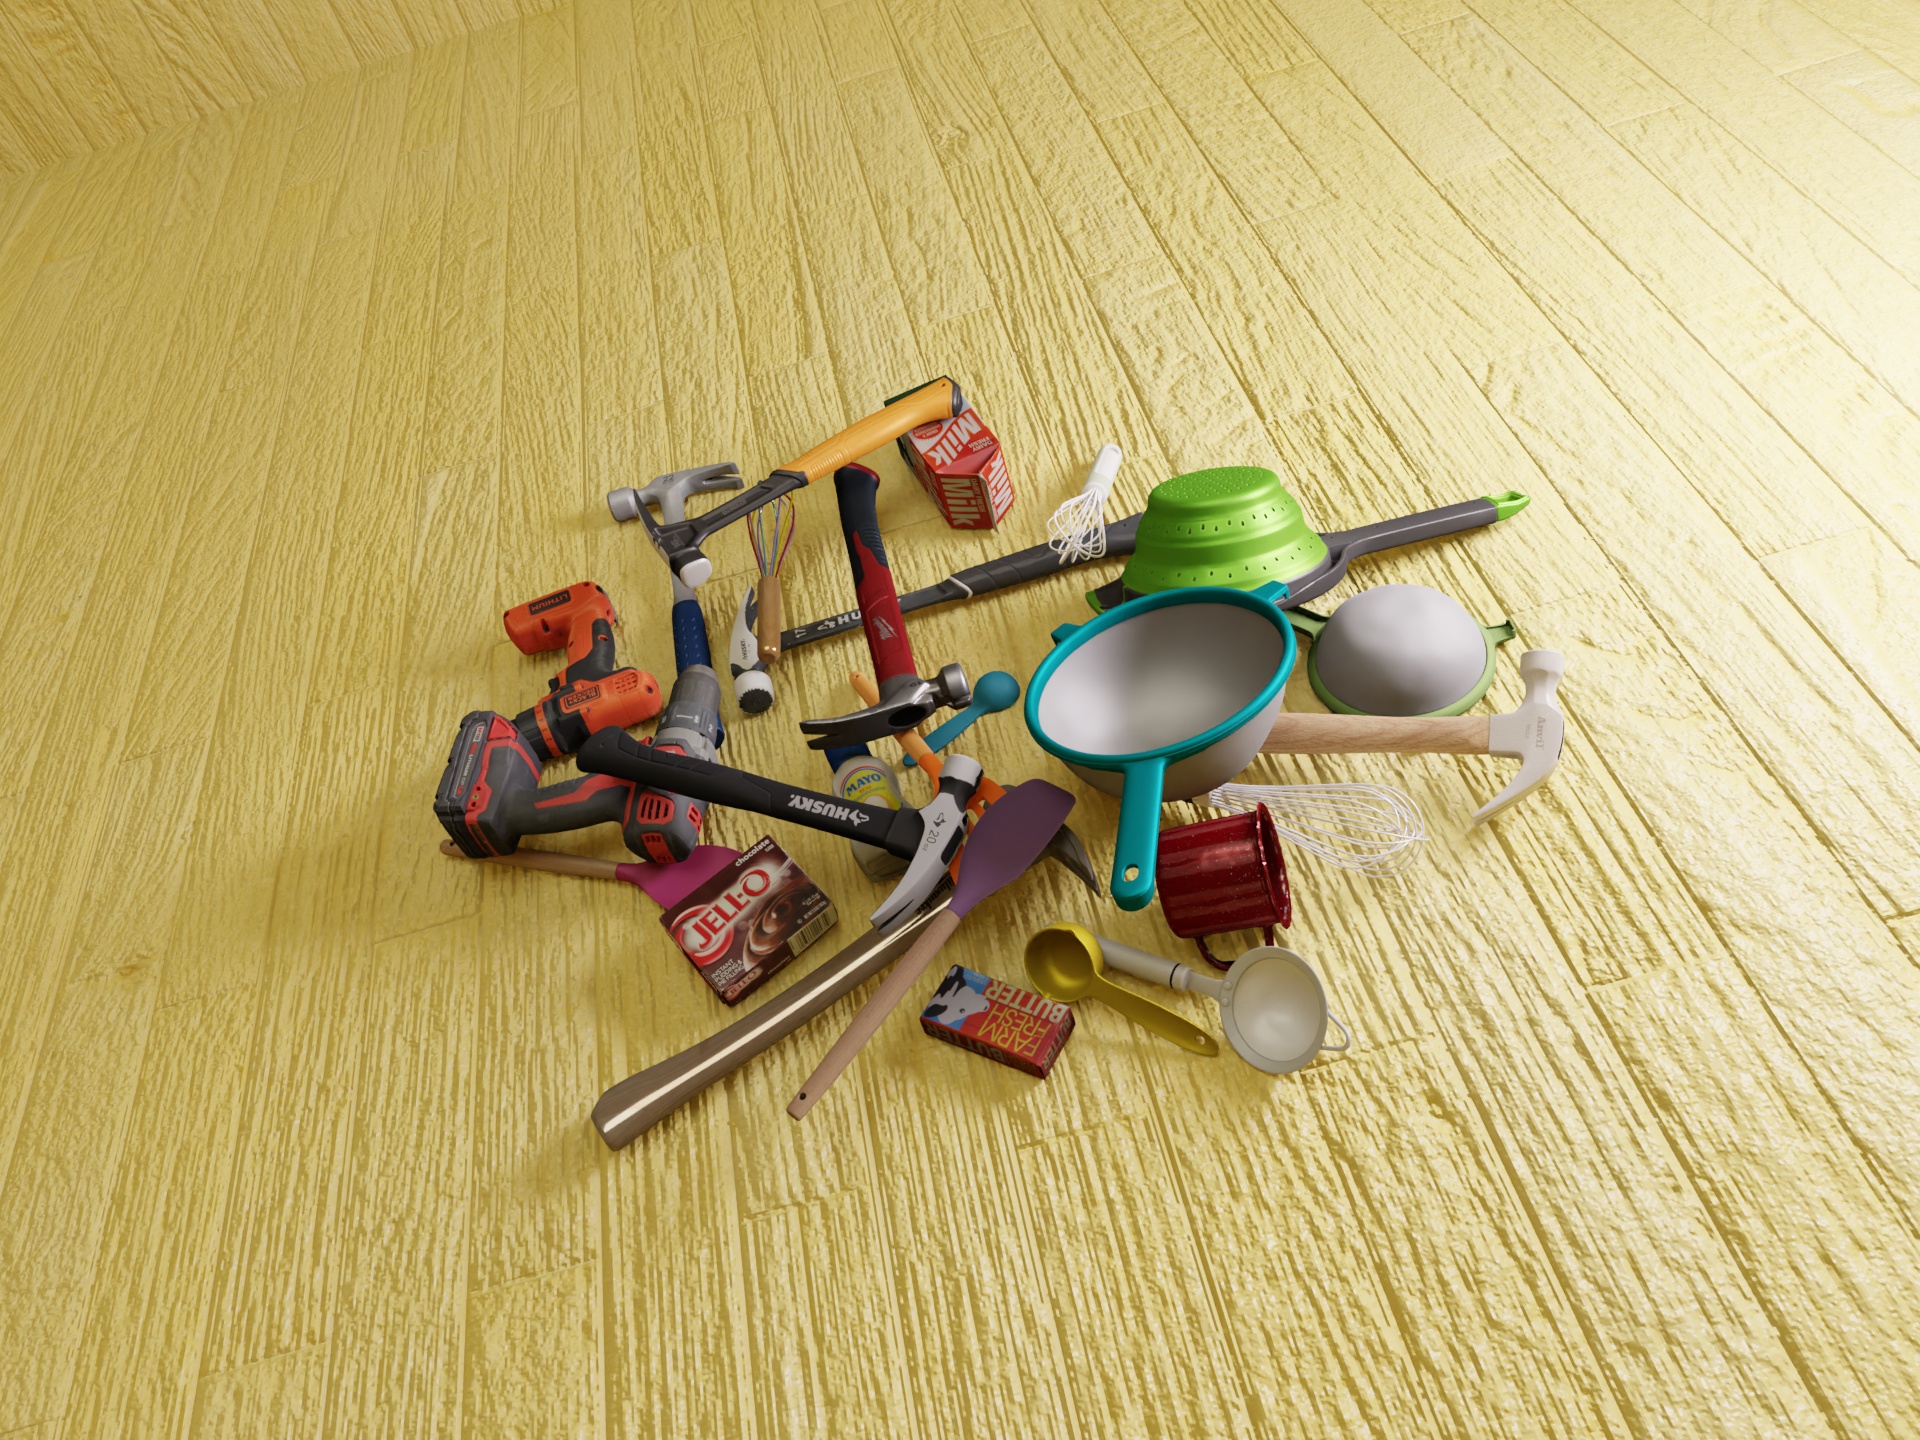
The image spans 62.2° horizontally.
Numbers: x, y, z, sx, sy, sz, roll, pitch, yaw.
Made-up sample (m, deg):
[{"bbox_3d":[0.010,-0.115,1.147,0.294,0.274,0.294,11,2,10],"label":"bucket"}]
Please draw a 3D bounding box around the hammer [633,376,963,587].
[{"bbox_3d":[-0.148,-0.248,1.532,0.337,0.034,0.127,-30,55,-14],"label":"hammer"}]

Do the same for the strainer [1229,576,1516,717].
[{"bbox_3d":[0.317,-0.087,1.318,0.257,0.069,0.151,27,61,34],"label":"strainer"}]

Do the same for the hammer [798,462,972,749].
[{"bbox_3d":[-0.094,-0.119,1.448,0.143,0.038,0.387,-18,41,1],"label":"hammer"}]

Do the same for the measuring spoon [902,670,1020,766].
[{"bbox_3d":[-0.002,-0.004,1.373,0.128,0.021,0.042,-38,48,-20],"label":"measuring spoon"}]

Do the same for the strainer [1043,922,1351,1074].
[{"bbox_3d":[0.166,0.184,1.131,0.259,0.050,0.087,15,97,35],"label":"strainer"}]

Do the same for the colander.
[{"bbox_3d":[0.298,-0.178,1.359,0.397,0.094,0.205,-14,21,-7],"label":"colander"}]

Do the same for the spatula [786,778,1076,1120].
[{"bbox_3d":[-0.023,0.158,1.146,0.060,0.018,0.316,24,61,30],"label":"spatula"}]

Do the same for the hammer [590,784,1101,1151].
[{"bbox_3d":[-0.087,0.195,1.187,0.410,0.038,0.146,-33,33,-12],"label":"hammer"}]

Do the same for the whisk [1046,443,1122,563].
[{"bbox_3d":[0.123,-0.207,1.471,0.058,0.059,0.246,29,32,-3],"label":"whisk"}]

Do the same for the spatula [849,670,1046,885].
[{"bbox_3d":[-0.032,0.031,1.312,0.081,0.041,0.323,-33,32,-7],"label":"spatula"}]

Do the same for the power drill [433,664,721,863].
[{"bbox_3d":[-0.316,0.035,1.366,0.227,0.080,0.188,-2,53,11],"label":"power drill"}]

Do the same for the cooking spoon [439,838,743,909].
[{"bbox_3d":[-0.311,0.125,1.352,0.319,0.017,0.069,5,55,21],"label":"cooking spoon"}]

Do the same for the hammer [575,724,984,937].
[{"bbox_3d":[-0.157,0.064,1.243,0.335,0.035,0.146,13,65,22],"label":"hammer"}]

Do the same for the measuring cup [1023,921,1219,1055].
[{"bbox_3d":[0.118,0.195,1.140,0.157,0.062,0.029,26,23,20],"label":"measuring cup"}]

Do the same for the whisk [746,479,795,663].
[{"bbox_3d":[-0.179,-0.146,1.504,0.047,0.051,0.245,-8,47,2],"label":"whisk"}]

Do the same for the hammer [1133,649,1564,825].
[{"bbox_3d":[0.292,0.013,1.236,0.331,0.031,0.130,0,74,26],"label":"hammer"}]

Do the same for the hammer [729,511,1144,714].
[{"bbox_3d":[-0.021,-0.121,1.482,0.409,0.036,0.149,-17,44,1],"label":"hammer"}]

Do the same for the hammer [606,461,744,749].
[{"bbox_3d":[-0.265,-0.121,1.557,0.144,0.035,0.406,-18,45,1],"label":"hammer"}]

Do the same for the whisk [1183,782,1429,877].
[{"bbox_3d":[0.218,0.061,1.221,0.285,0.070,0.070,12,52,32],"label":"whisk"}]

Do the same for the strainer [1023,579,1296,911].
[{"bbox_3d":[0.151,0.035,1.168,0.211,0.095,0.341,-11,37,21],"label":"strainer"}]
